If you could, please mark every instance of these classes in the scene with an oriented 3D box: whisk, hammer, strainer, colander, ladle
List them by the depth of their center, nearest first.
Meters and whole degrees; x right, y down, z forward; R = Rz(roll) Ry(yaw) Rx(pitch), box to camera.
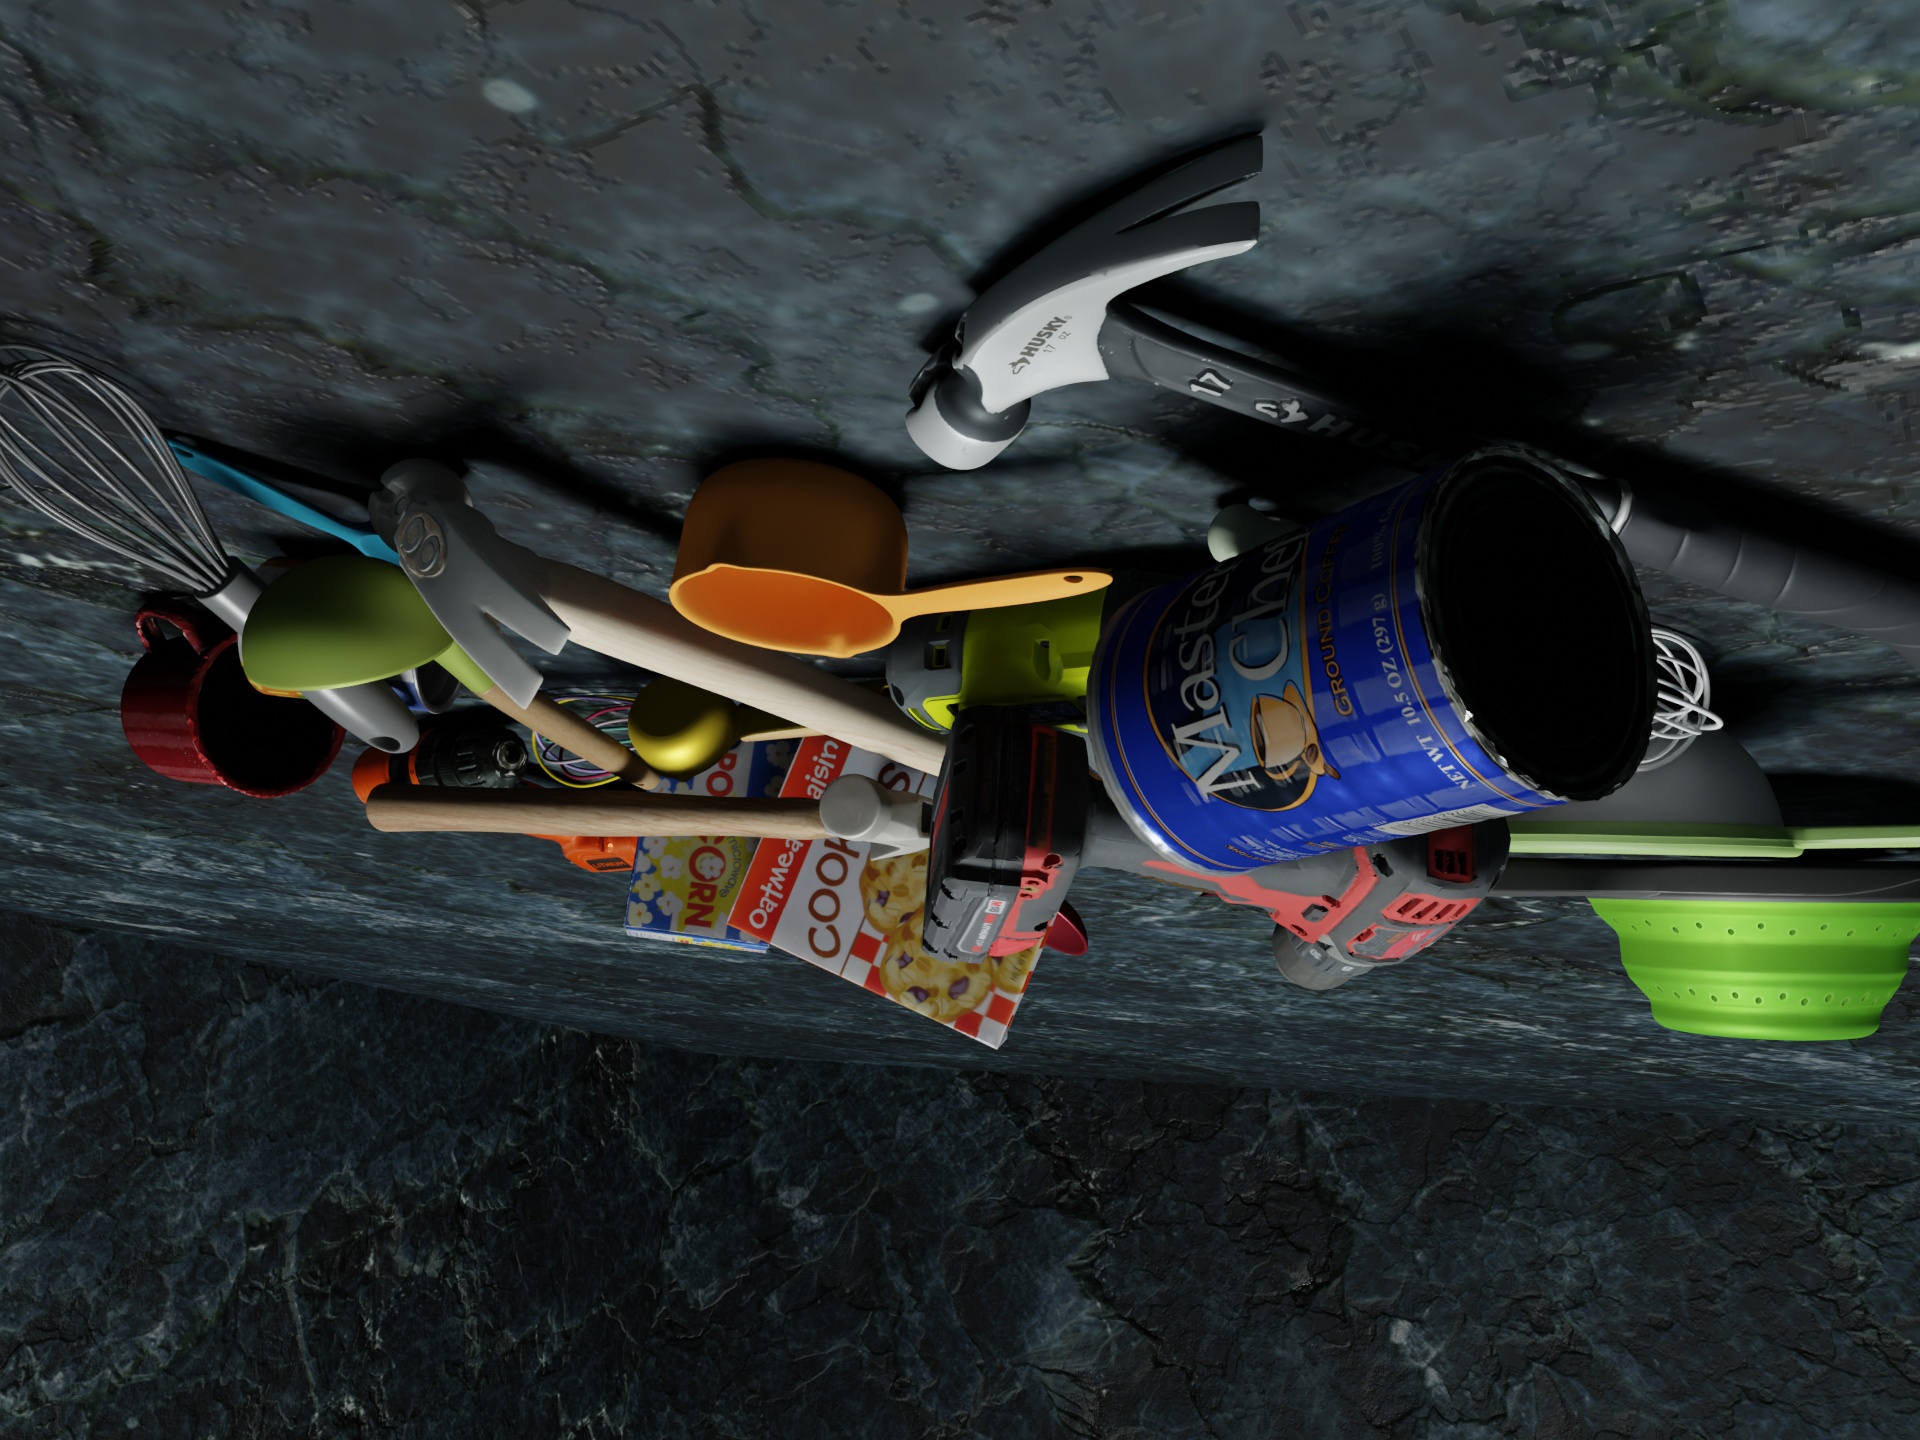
[{"bbox_3d":[0.196,-0.074,0.505,0.408,0.036,0.149,13,161,-21],"label":"hammer"},{"bbox_3d":[0.200,-0.034,0.617,0.246,0.059,0.058,18,-172,-21],"label":"whisk"},{"bbox_3d":[-0.293,-0.058,0.635,0.055,0.055,0.238,-2,145,26],"label":"whisk"},{"bbox_3d":[0.340,0.024,0.690,0.256,0.069,0.151,-4,173,35],"label":"strainer"},{"bbox_3d":[-0.055,-0.003,0.711,0.410,0.038,0.146,22,-166,-45],"label":"hammer"},{"bbox_3d":[-0.208,0.000,0.728,0.078,0.062,0.320,2,165,14],"label":"ladle"},{"bbox_3d":[-0.168,0.049,0.839,0.331,0.031,0.130,0,171,21],"label":"hammer"},{"bbox_3d":[0.362,0.120,0.840,0.397,0.094,0.204,3,174,-22],"label":"colander"},{"bbox_3d":[-0.137,0.006,0.881,0.245,0.047,0.051,-5,159,24],"label":"whisk"},{"bbox_3d":[-0.050,0.082,1.036,0.315,0.031,0.069,25,157,-18],"label":"ladle"}]

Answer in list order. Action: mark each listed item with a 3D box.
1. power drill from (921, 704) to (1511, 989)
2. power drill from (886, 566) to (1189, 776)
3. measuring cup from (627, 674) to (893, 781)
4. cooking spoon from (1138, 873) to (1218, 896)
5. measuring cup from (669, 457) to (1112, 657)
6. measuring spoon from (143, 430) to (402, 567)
[{"bbox_3d":[0.100,0.069,0.692,0.226,0.080,0.187,6,155,-4],"label":"power drill"},{"bbox_3d":[0.096,0.001,0.720,0.171,0.080,0.223,-5,157,33],"label":"power drill"},{"bbox_3d":[-0.101,-0.009,0.822,0.156,0.062,0.029,-10,144,16],"label":"measuring cup"},{"bbox_3d":[0.168,0.107,1.063,0.069,0.017,0.318,-2,171,23],"label":"cooking spoon"},{"bbox_3d":[-0.025,-0.066,0.588,0.173,0.052,0.095,-3,160,25],"label":"measuring cup"},{"bbox_3d":[-0.267,-0.094,0.656,0.128,0.021,0.042,26,157,-26],"label":"measuring spoon"}]
